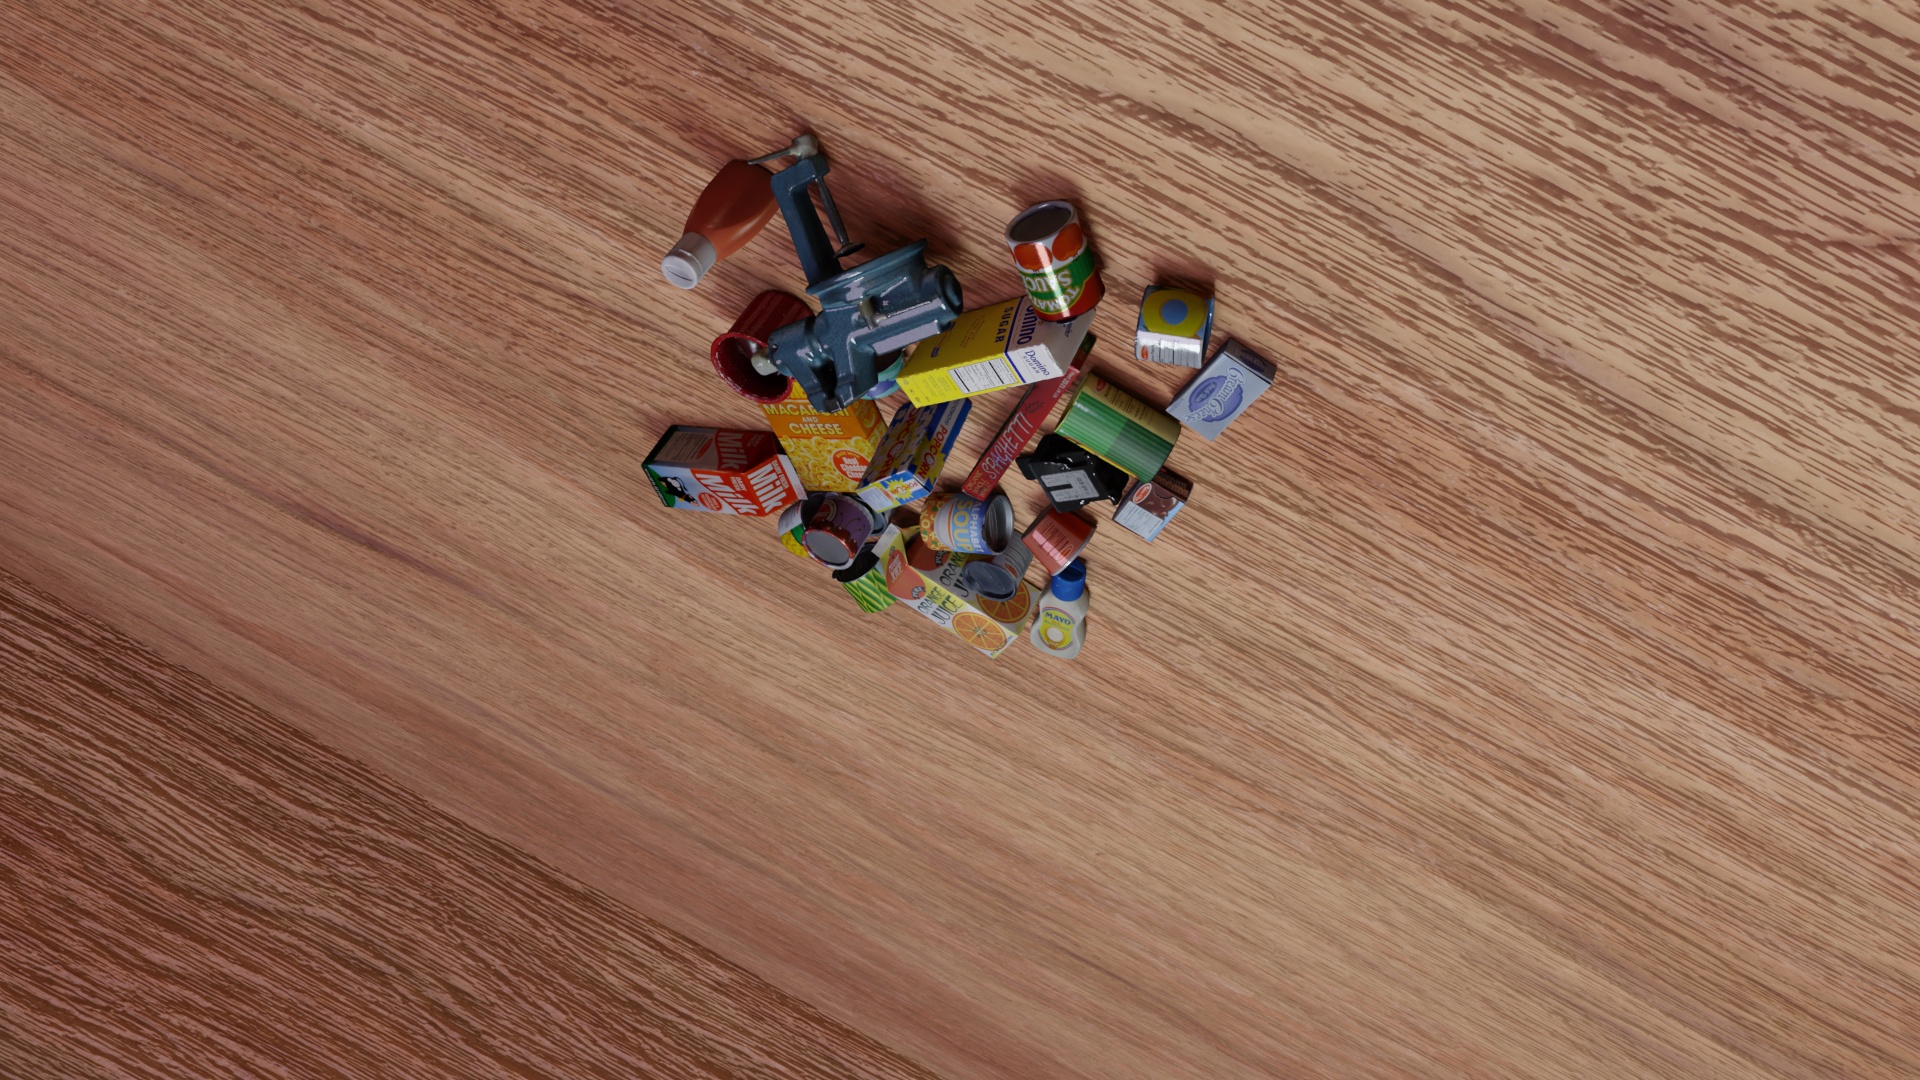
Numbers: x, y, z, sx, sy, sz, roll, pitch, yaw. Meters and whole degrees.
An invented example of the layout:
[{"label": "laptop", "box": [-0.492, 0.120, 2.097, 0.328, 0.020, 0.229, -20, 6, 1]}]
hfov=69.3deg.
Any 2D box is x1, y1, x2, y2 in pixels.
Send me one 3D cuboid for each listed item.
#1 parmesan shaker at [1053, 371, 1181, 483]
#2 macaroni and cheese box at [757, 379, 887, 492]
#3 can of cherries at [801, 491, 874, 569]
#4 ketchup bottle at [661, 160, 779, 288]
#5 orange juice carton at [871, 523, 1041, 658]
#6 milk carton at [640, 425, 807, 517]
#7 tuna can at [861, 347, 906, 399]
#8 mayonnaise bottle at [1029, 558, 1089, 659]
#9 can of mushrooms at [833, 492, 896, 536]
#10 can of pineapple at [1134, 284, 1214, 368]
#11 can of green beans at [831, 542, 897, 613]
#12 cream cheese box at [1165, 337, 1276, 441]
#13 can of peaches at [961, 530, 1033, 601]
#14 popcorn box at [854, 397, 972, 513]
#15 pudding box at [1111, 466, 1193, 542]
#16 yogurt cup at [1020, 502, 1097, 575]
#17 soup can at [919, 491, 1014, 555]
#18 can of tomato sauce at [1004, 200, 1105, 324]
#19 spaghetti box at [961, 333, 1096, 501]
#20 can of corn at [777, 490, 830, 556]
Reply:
[{"label": "parmesan shaker", "box": [0.149, -0.105, 1.320, 0.103, 0.072, 0.071, 30, 144, -2]}, {"label": "macaroni and cheese box", "box": [-0.145, -0.125, 1.517, 0.123, 0.040, 0.165, 3, 137, 31]}, {"label": "can of cherries", "box": [-0.141, -0.011, 1.577, 0.071, 0.059, 0.071, 18, 142, 15]}, {"label": "ketchup bottle", "box": [-0.222, -0.289, 1.276, 0.065, 0.149, 0.043, 25, 142, 4]}, {"label": "orange juice carton", "box": [-0.012, 0.048, 1.611, 0.193, 0.073, 0.071, 33, 144, -5]}, {"label": "milk carton", "box": [-0.269, -0.080, 1.623, 0.190, 0.074, 0.072, 5, 138, 28]}, {"label": "tuna can", "box": [-0.084, -0.175, 1.396, 0.071, 0.071, 0.032, 9, 140, 25]}, {"label": "mayonnaise bottle", "box": [0.117, 0.077, 1.587, 0.065, 0.041, 0.147, 20, 144, 12]}, {"label": "can of mushrooms", "box": [-0.111, -0.040, 1.603, 0.071, 0.034, 0.070, 18, 143, 14]}, {"label": "can of pineapple", "box": [0.186, -0.187, 1.202, 0.058, 0.071, 0.070, 11, 141, 13]}, {"label": "can of green beans", "box": [-0.108, 0.045, 1.676, 0.071, 0.071, 0.057, -7, 132, 38]}, {"label": "cream cheese box", "box": [0.237, -0.136, 1.266, 0.053, 0.024, 0.103, 33, 144, -6]}, {"label": "can of peaches", "box": [0.041, 0.025, 1.561, 0.071, 0.058, 0.071, 18, 143, 14]}, {"label": "popcorn box", "box": [-0.047, -0.094, 1.415, 0.085, 0.127, 0.038, -18, 128, 45]}, {"label": "pudding box", "box": [0.194, -0.038, 1.407, 0.049, 0.030, 0.083, 31, 144, -1]}, {"label": "yogurt cup", "box": [0.102, -0.004, 1.483, 0.054, 0.073, 0.072, 42, 143, -4]}, {"label": "soup can", "box": [0.005, -0.019, 1.519, 0.084, 0.072, 0.071, 4, 137, 30]}, {"label": "can of tomato sauce", "box": [0.081, -0.240, 1.202, 0.071, 0.071, 0.082, 2, 136, 32]}, {"label": "spaghetti box", "box": [0.064, -0.120, 1.377, 0.029, 0.050, 0.248, 32, 144, -3]}, {"label": "can of corn", "box": [-0.172, -0.018, 1.642, 0.071, 0.071, 0.058, 42, 143, -17]}]
